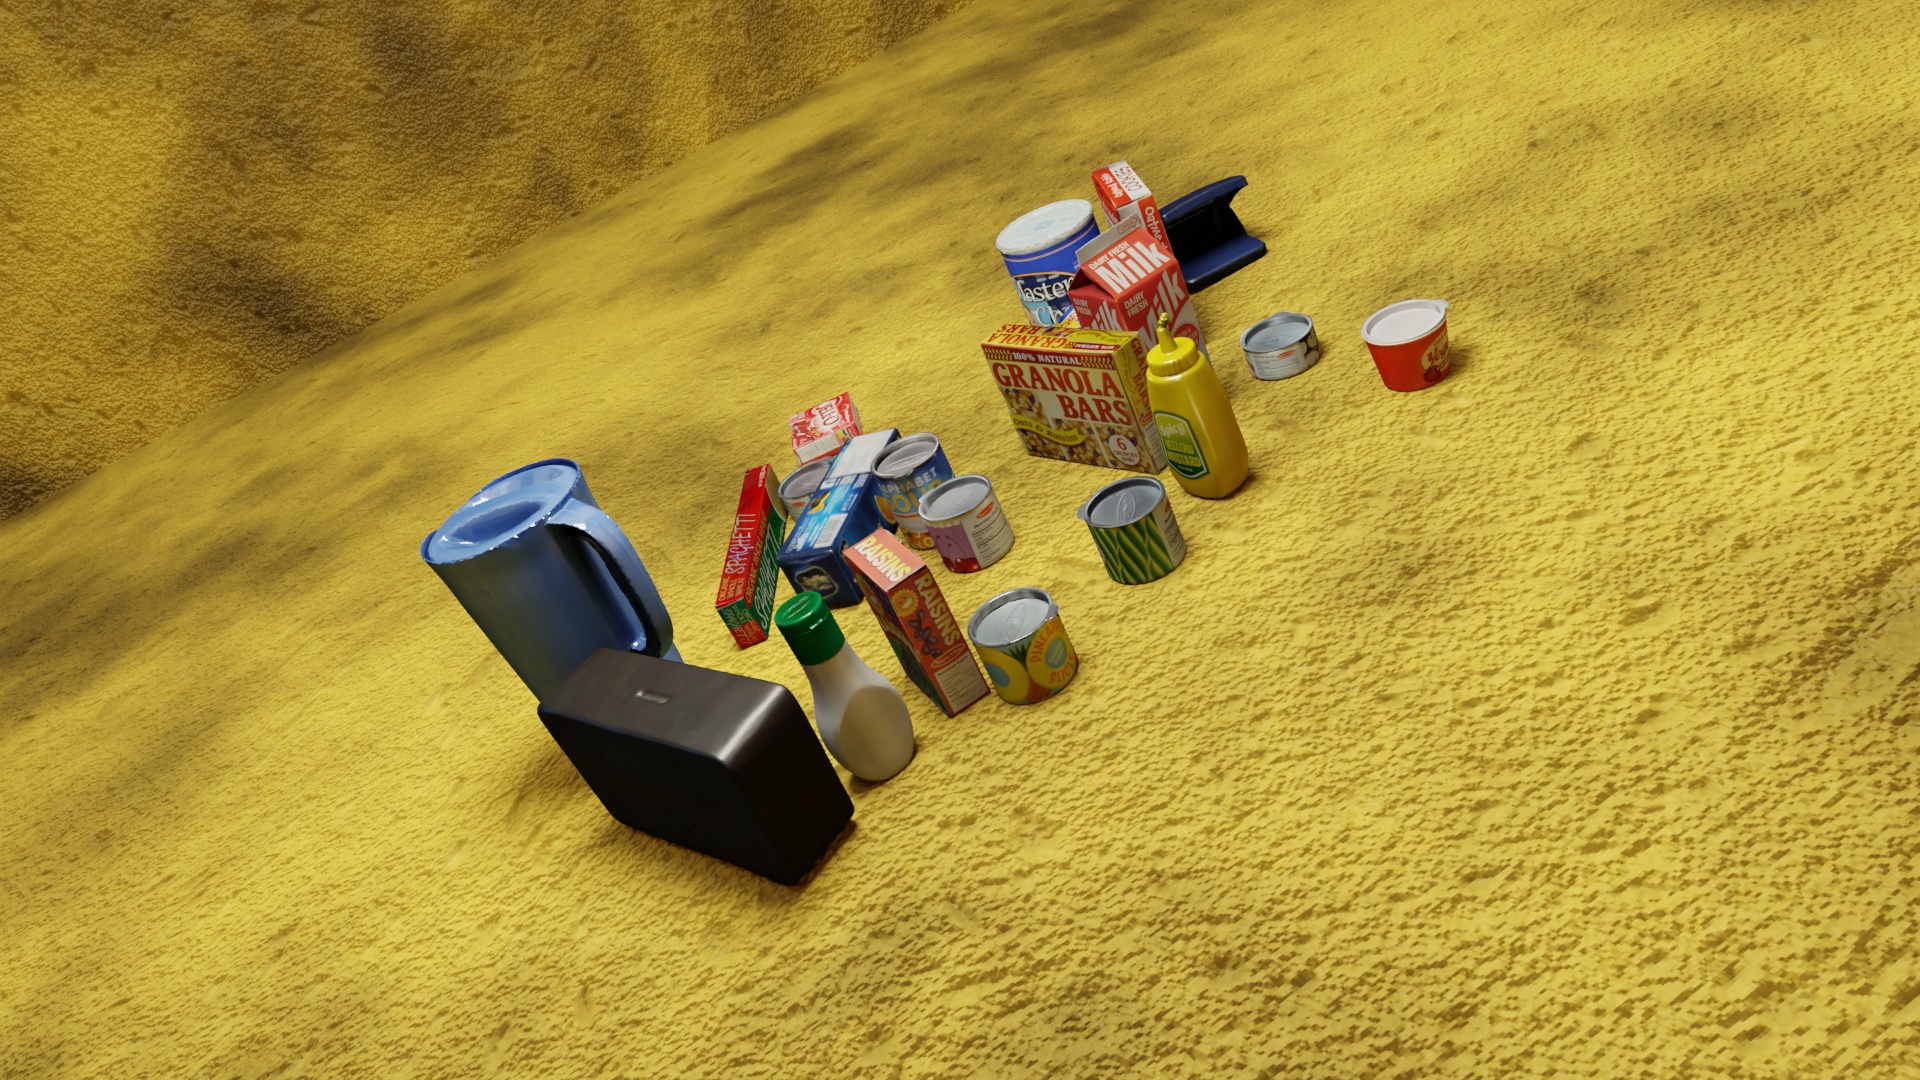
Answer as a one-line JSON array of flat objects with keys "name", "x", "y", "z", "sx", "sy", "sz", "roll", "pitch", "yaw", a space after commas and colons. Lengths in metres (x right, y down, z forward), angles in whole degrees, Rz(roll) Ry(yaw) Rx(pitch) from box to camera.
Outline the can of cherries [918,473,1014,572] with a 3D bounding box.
[{"name": "can of cherries", "x": 0.004, "y": -0.015, "z": 1.186, "sx": 0.071, "sy": 0.058, "sz": 0.072, "roll": -19, "pitch": 30, "yaw": 11}]

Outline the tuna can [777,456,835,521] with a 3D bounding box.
[{"name": "tuna can", "x": -0.144, "y": -0.051, "z": 1.383, "sx": 0.071, "sy": 0.032, "sz": 0.071, "roll": -19, "pitch": 30, "yaw": 11}]

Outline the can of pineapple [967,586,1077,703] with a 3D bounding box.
[{"name": "can of pineapple", "x": 0.047, "y": 0.076, "z": 1.006, "sx": 0.071, "sy": 0.057, "sz": 0.071, "roll": -19, "pitch": 30, "yaw": 11}]

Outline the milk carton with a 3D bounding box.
[{"name": "milk carton", "x": 0.157, "y": -0.184, "z": 1.207, "sx": 0.072, "sy": 0.189, "sz": 0.073, "roll": -36, "pitch": 31, "yaw": -18}]

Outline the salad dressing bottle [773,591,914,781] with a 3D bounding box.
[{"name": "salad dressing bottle", "x": -0.082, "y": 0.102, "z": 0.972, "sx": 0.064, "sy": 0.147, "sz": 0.044, "roll": -39, "pitch": 32, "yaw": -22}]

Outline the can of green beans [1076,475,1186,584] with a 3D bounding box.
[{"name": "can of green beans", "x": 0.135, "y": -0.008, "z": 1.075, "sx": 0.071, "sy": 0.057, "sz": 0.071, "roll": -19, "pitch": 30, "yaw": 11}]

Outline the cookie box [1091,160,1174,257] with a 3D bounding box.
[{"name": "cookie box", "x": 0.181, "y": -0.275, "z": 1.359, "sx": 0.040, "sy": 0.166, "sz": 0.123, "roll": -23, "pitch": 29, "yaw": 6}]

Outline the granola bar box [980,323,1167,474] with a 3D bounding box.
[{"name": "granola bar box", "x": 0.104, "y": -0.126, "z": 1.222, "sx": 0.039, "sy": 0.123, "sz": 0.165, "roll": -42, "pitch": 33, "yaw": -27}]

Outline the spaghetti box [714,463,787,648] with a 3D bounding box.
[{"name": "spaghetti box", "x": -0.193, "y": 0.009, "z": 1.307, "sx": 0.028, "sy": 0.050, "sz": 0.251, "roll": -20, "pitch": 30, "yaw": 10}]

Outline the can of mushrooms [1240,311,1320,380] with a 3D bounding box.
[{"name": "can of mushrooms", "x": 0.289, "y": -0.176, "z": 1.253, "sx": 0.071, "sy": 0.033, "sz": 0.071, "roll": -19, "pitch": 30, "yaw": 11}]

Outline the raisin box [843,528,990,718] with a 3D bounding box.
[{"name": "raisin box", "x": -0.032, "y": 0.060, "z": 1.027, "sx": 0.040, "sy": 0.123, "sz": 0.086, "roll": -33, "pitch": 30, "yaw": -12}]

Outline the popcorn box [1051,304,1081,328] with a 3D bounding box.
[{"name": "popcorn box", "x": 0.126, "y": -0.181, "z": 1.334, "sx": 0.038, "sy": 0.085, "sz": 0.127, "roll": 1, "pitch": 39, "yaw": 39}]

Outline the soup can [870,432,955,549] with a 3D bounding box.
[{"name": "soup can", "x": -0.034, "y": -0.042, "z": 1.232, "sx": 0.071, "sy": 0.083, "sz": 0.072, "roll": -19, "pitch": 30, "yaw": 12}]

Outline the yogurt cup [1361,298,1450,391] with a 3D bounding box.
[{"name": "yogurt cup", "x": 0.370, "y": -0.159, "z": 1.143, "sx": 0.072, "sy": 0.053, "sz": 0.073, "roll": -19, "pitch": 30, "yaw": 11}]

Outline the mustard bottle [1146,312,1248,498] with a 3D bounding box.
[{"name": "mustard bottle", "x": 0.179, "y": -0.109, "z": 1.100, "sx": 0.049, "sy": 0.159, "sz": 0.065, "roll": -40, "pitch": 32, "yaw": -24}]
